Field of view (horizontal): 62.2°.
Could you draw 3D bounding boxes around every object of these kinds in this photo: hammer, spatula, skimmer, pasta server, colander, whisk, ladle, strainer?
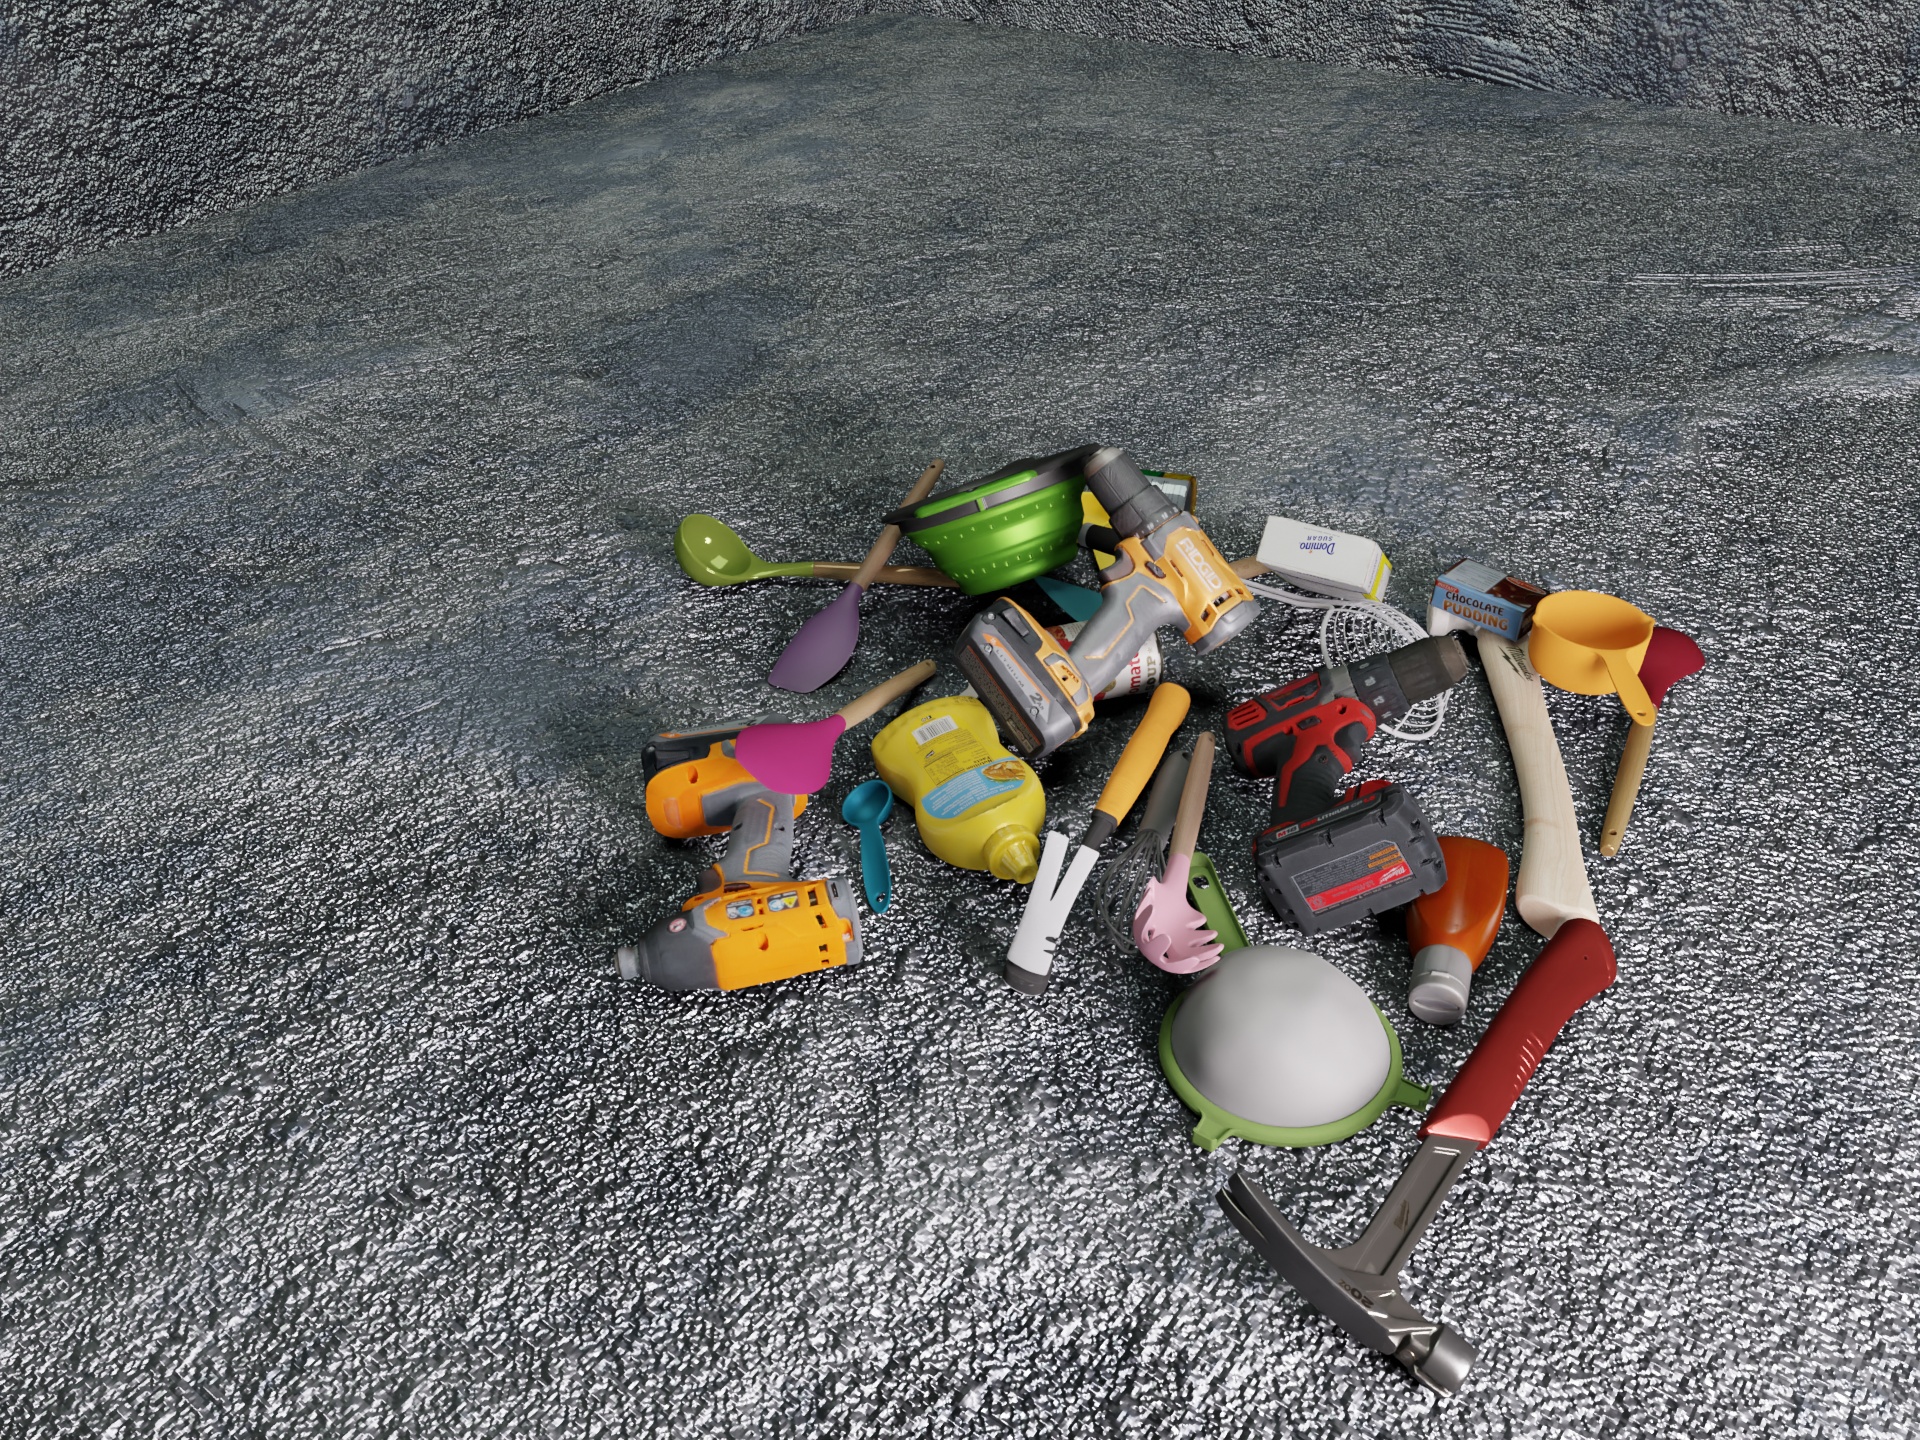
[{"bbox_3d":[0.451,0.020,1.227,0.146,0.038,0.411,4,36,8],"label":"hammer"},{"bbox_3d":[-0.082,-0.138,1.458,0.060,0.018,0.316,14,52,19],"label":"spatula"},{"bbox_3d":[0.220,-0.134,1.455,0.317,0.044,0.082,-18,42,-22],"label":"spatula"},{"bbox_3d":[0.244,-0.085,1.355,0.363,0.090,0.127,23,32,36],"label":"skimmer"},{"bbox_3d":[0.113,0.054,1.151,0.034,0.127,0.337,24,35,10],"label":"hammer"},{"bbox_3d":[0.161,0.080,1.107,0.060,0.040,0.316,38,30,-6],"label":"pasta server"},{"bbox_3d":[0.052,-0.189,1.490,0.204,0.094,0.397,-17,10,12],"label":"colander"},{"bbox_3d":[0.295,0.217,0.933,0.149,0.036,0.359,39,46,15],"label":"hammer"},{"bbox_3d":[0.141,0.087,1.150,0.055,0.055,0.239,8,32,16],"label":"whisk"},{"bbox_3d":[-0.112,-0.151,1.496,0.320,0.062,0.078,4,38,6],"label":"ladle"},{"bbox_3d":[0.190,0.154,1.027,0.151,0.069,0.257,-8,37,-7],"label":"strainer"},{"bbox_3d":[0.534,0.007,1.249,0.069,0.031,0.315,14,40,24],"label":"ladle"}]

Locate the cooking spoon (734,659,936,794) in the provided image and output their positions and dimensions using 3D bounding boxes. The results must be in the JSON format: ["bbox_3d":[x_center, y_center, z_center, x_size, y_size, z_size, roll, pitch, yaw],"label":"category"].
[{"bbox_3d":[-0.084,-0.005,1.235,0.069,0.017,0.319,41,26,7],"label":"cooking spoon"}]

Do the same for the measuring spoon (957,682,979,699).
[{"bbox_3d":[-0.002,-0.004,1.319,0.034,0.018,0.124,21,49,30],"label":"measuring spoon"}]

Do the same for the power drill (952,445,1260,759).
[{"bbox_3d":[0.102,-0.098,1.256,0.226,0.084,0.185,-35,86,-18],"label":"power drill"}]

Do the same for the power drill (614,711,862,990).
[{"bbox_3d":[-0.169,0.098,1.129,0.164,0.084,0.227,-11,40,-10],"label":"power drill"}]

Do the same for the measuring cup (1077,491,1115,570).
[{"bbox_3d":[0.133,-0.162,1.526,0.062,0.029,0.157,-9,47,-8],"label":"measuring cup"}]

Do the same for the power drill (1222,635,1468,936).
[{"bbox_3d":[0.285,0.032,1.137,0.188,0.080,0.227,-25,29,19],"label":"power drill"}]

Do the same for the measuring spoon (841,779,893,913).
[{"bbox_3d":[-0.061,0.097,1.178,0.042,0.021,0.129,-25,43,12],"label":"measuring spoon"}]

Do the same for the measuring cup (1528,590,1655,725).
[{"bbox_3d":[0.496,-0.033,1.228,0.095,0.052,0.174,0,38,0],"label":"measuring cup"}]
